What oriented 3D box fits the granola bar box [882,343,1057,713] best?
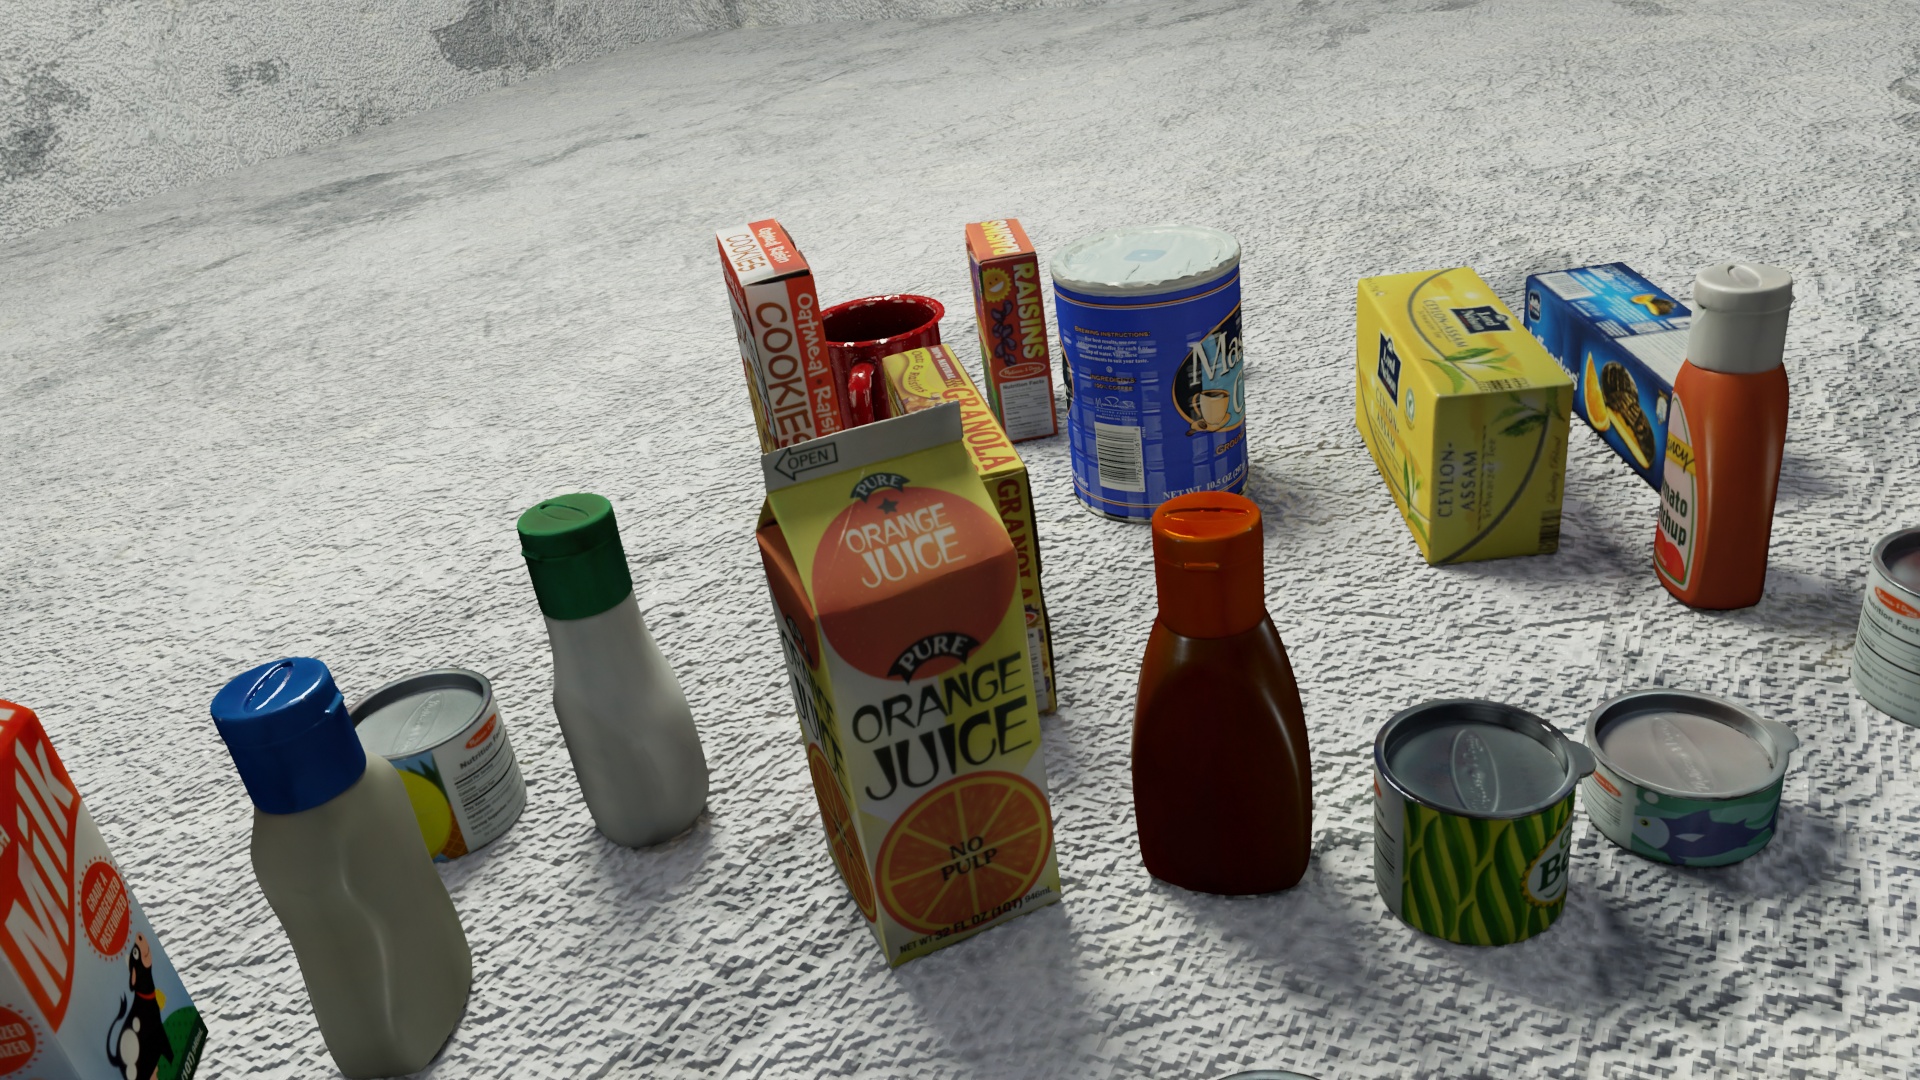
[{"bbox_3d":[0.002,-0.008,0.662,0.039,0.123,0.166,-12,28,-7],"label":"granola bar box"}]

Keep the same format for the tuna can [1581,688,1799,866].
[{"bbox_3d":[0.267,0.086,0.509,0.071,0.032,0.071,-7,28,4],"label":"tuna can"}]

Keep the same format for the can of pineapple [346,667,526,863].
[{"bbox_3d":[-0.229,0.097,0.600,0.071,0.057,0.071,-7,28,4],"label":"can of pineapple"}]

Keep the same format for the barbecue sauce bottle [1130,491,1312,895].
[{"bbox_3d":[0.090,0.056,0.491,0.065,0.147,0.044,1,29,17],"label":"barbecue sauce bottle"}]

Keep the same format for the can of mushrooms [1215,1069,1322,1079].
[{"bbox_3d":[0.084,0.182,0.379,0.071,0.033,0.071,-7,28,4],"label":"can of mushrooms"}]

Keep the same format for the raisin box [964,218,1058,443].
[{"bbox_3d":[0.031,-0.136,0.895,0.040,0.122,0.086,-9,28,-1],"label":"raisin box"}]

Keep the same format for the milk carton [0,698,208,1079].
[{"bbox_3d":[-0.316,0.122,0.433,0.073,0.189,0.072,-12,28,-7],"label":"milk carton"}]

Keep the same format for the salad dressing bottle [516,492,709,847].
[{"bbox_3d":[-0.141,0.054,0.560,0.064,0.147,0.044,13,35,36],"label":"salad dressing bottle"}]

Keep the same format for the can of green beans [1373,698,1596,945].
[{"bbox_3d":[0.178,0.098,0.485,0.071,0.057,0.071,-7,28,4],"label":"can of green beans"}]

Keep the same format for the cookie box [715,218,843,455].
[{"bbox_3d":[-0.097,-0.087,0.791,0.040,0.166,0.123,-14,28,-11],"label":"cookie box"}]

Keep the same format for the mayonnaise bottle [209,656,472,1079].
[{"bbox_3d":[-0.209,0.110,0.472,0.041,0.147,0.065,-7,28,4],"label":"mayonnaise bottle"}]

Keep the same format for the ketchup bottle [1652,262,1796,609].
[{"bbox_3d":[0.338,-0.046,0.614,0.043,0.148,0.065,-3,28,11],"label":"ketchup bottle"}]

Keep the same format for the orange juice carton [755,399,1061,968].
[{"bbox_3d":[-0.019,0.047,0.492,0.072,0.191,0.073,-18,29,-17],"label":"orange juice carton"}]

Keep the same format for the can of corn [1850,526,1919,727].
[{"bbox_3d":[0.393,0.034,0.544,0.071,0.058,0.071,-7,28,4],"label":"can of corn"}]
